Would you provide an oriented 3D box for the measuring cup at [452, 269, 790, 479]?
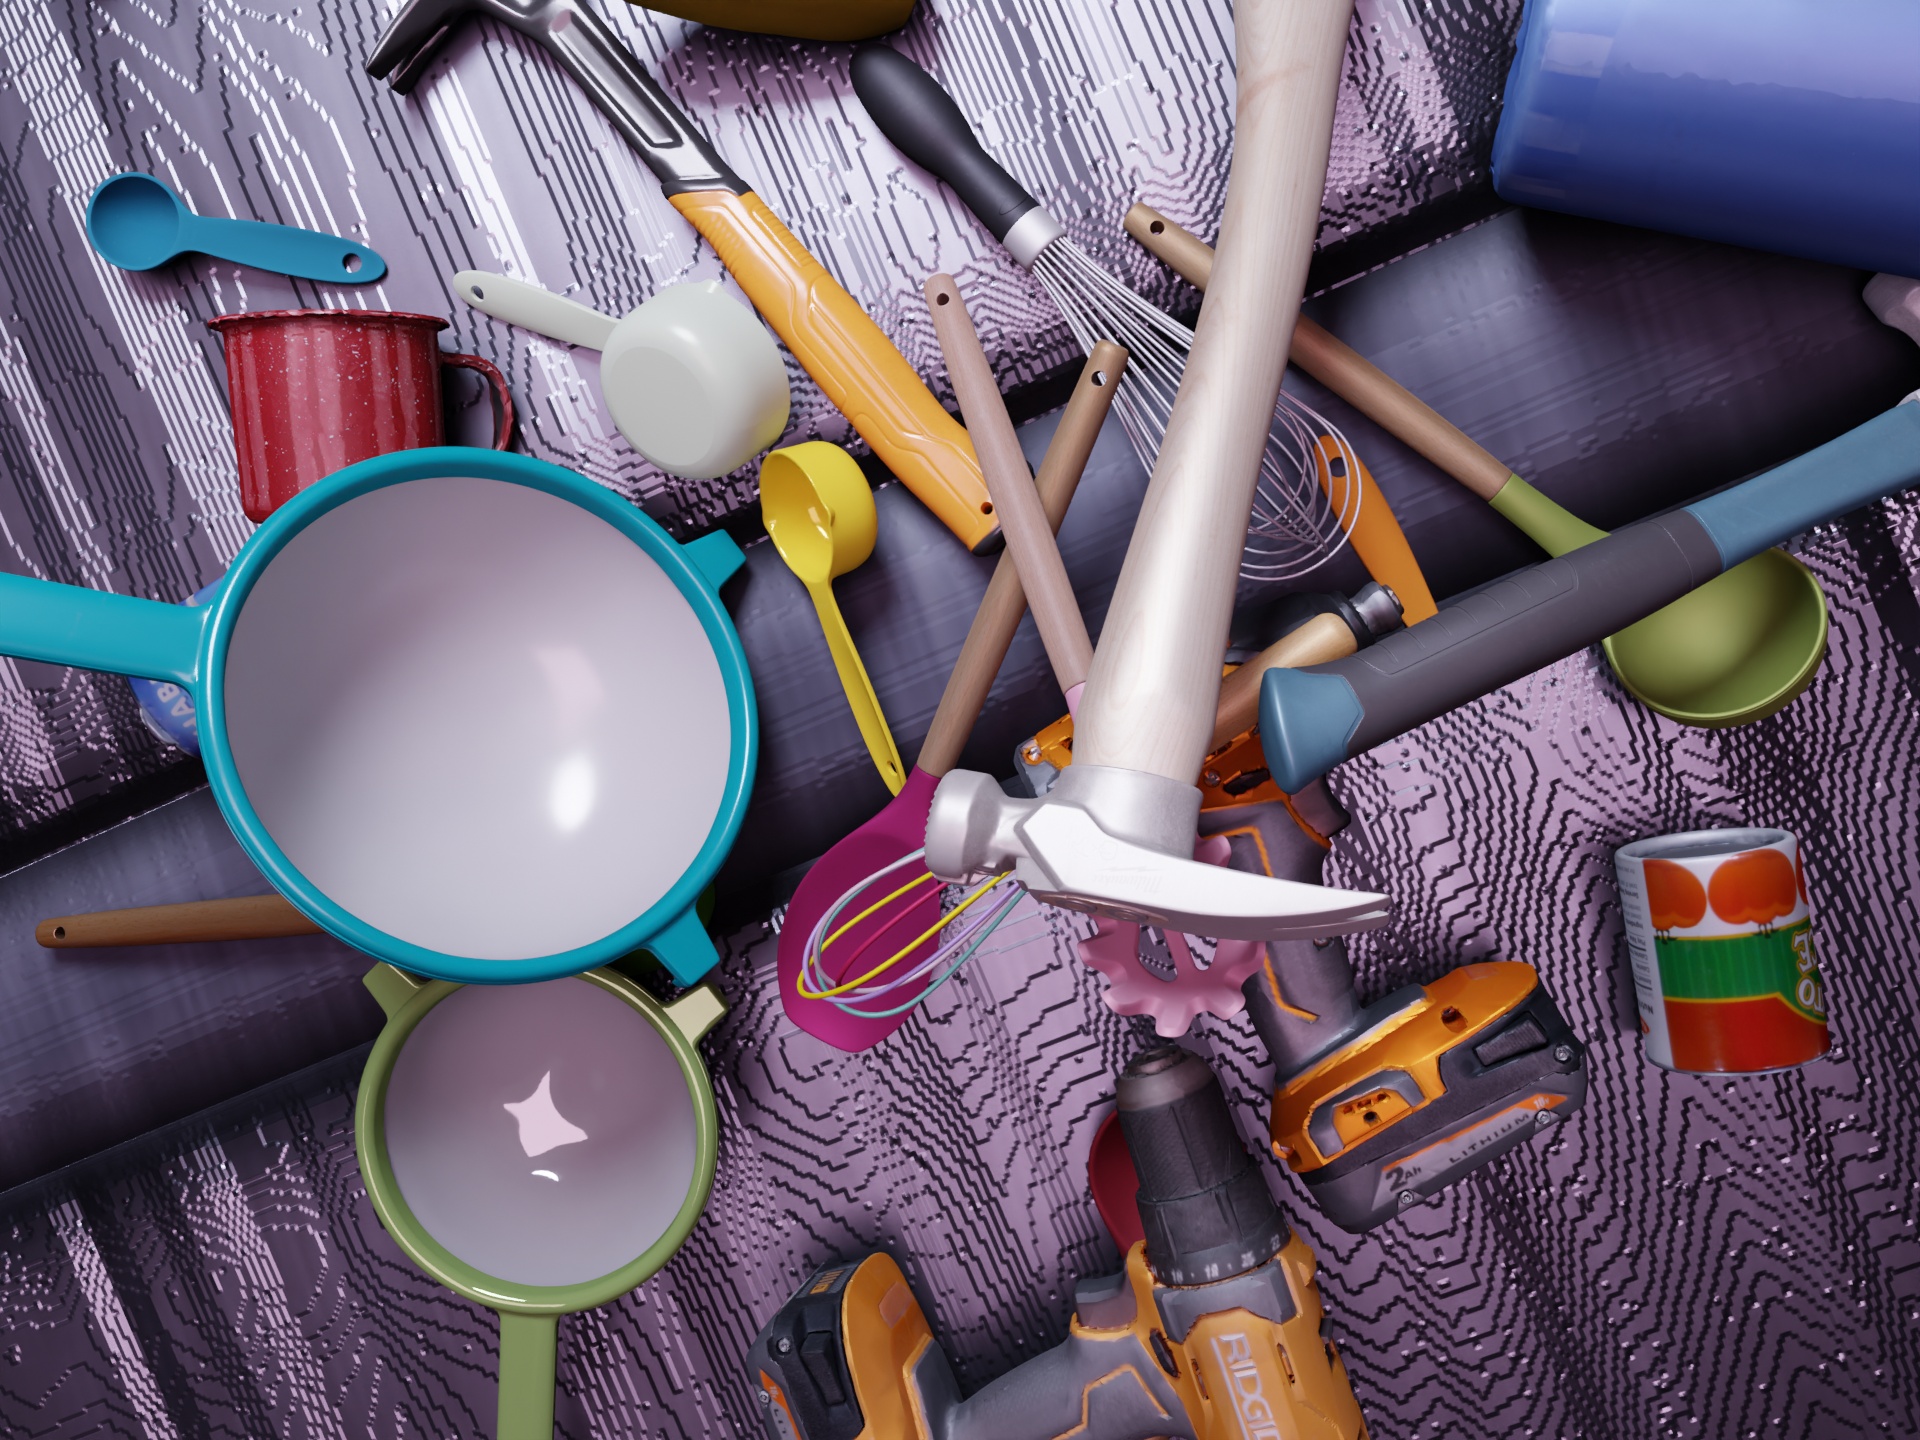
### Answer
[{"bbox_3d":[-0.151,-0.151,0.656,0.168,0.038,0.083,22,133,15],"label":"measuring cup"}]

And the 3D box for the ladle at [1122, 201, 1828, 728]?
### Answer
[{"bbox_3d":[0.194,-0.110,0.624,0.320,0.062,0.078,38,90,6],"label":"ladle"}]

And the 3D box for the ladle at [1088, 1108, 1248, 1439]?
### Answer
[{"bbox_3d":[0.082,0.307,0.677,0.069,0.031,0.315,5,96,15],"label":"ladle"}]

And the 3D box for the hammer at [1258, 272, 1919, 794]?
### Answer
[{"bbox_3d":[0.253,-0.059,0.573,0.331,0.033,0.128,-24,71,-8],"label":"hammer"}]

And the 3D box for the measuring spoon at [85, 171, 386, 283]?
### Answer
[{"bbox_3d":[-0.314,-0.208,0.698,0.128,0.021,0.042,10,94,-3],"label":"measuring spoon"}]

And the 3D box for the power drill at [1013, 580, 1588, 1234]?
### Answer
[{"bbox_3d":[0.147,0.064,0.629,0.164,0.084,0.226,-34,85,8],"label":"power drill"}]

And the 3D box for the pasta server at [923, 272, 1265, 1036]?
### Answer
[{"bbox_3d":[0.035,-0.038,0.576,0.060,0.040,0.316,-20,69,6],"label":"pasta server"}]

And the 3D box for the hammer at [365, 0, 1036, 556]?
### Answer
[{"bbox_3d":[-0.095,-0.196,0.661,0.127,0.034,0.337,-42,88,6],"label":"hammer"}]

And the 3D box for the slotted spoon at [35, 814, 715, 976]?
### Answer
[{"bbox_3d":[-0.264,0.085,0.702,0.314,0.031,0.070,-5,86,8],"label":"slotted spoon"}]

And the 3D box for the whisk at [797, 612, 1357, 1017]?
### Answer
[{"bbox_3d":[0.042,0.036,0.591,0.245,0.047,0.051,-34,80,4],"label":"whisk"}]

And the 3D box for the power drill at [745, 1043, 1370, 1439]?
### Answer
[{"bbox_3d":[0.032,0.240,0.634,0.226,0.084,0.185,-19,89,18],"label":"power drill"}]

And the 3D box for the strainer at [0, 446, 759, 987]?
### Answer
[{"bbox_3d":[-0.249,-0.006,0.604,0.340,0.095,0.211,12,68,-28],"label":"strainer"}]

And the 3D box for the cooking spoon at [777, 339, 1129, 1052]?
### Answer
[{"bbox_3d":[-0.001,-0.002,0.647,0.069,0.017,0.318,26,107,10],"label":"cooking spoon"}]

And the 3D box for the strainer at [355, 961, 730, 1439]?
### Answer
[{"bbox_3d":[-0.174,0.219,0.679,0.151,0.069,0.256,4,95,4],"label":"strainer"}]

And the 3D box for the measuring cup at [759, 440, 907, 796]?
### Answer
[{"bbox_3d":[-0.041,-0.042,0.666,0.029,0.062,0.156,-27,106,-27],"label":"measuring cup"}]

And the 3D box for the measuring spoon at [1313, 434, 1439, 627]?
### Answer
[{"bbox_3d":[0.176,-0.066,0.650,0.021,0.011,0.117,-29,90,7],"label":"measuring spoon"}]

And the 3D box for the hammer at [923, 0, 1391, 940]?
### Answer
[{"bbox_3d":[0.107,-0.126,0.561,0.146,0.038,0.411,9,71,16],"label":"hammer"}]

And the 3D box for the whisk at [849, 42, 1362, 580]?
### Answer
[{"bbox_3d":[0.053,-0.171,0.638,0.070,0.070,0.284,-42,84,7],"label":"whisk"}]
